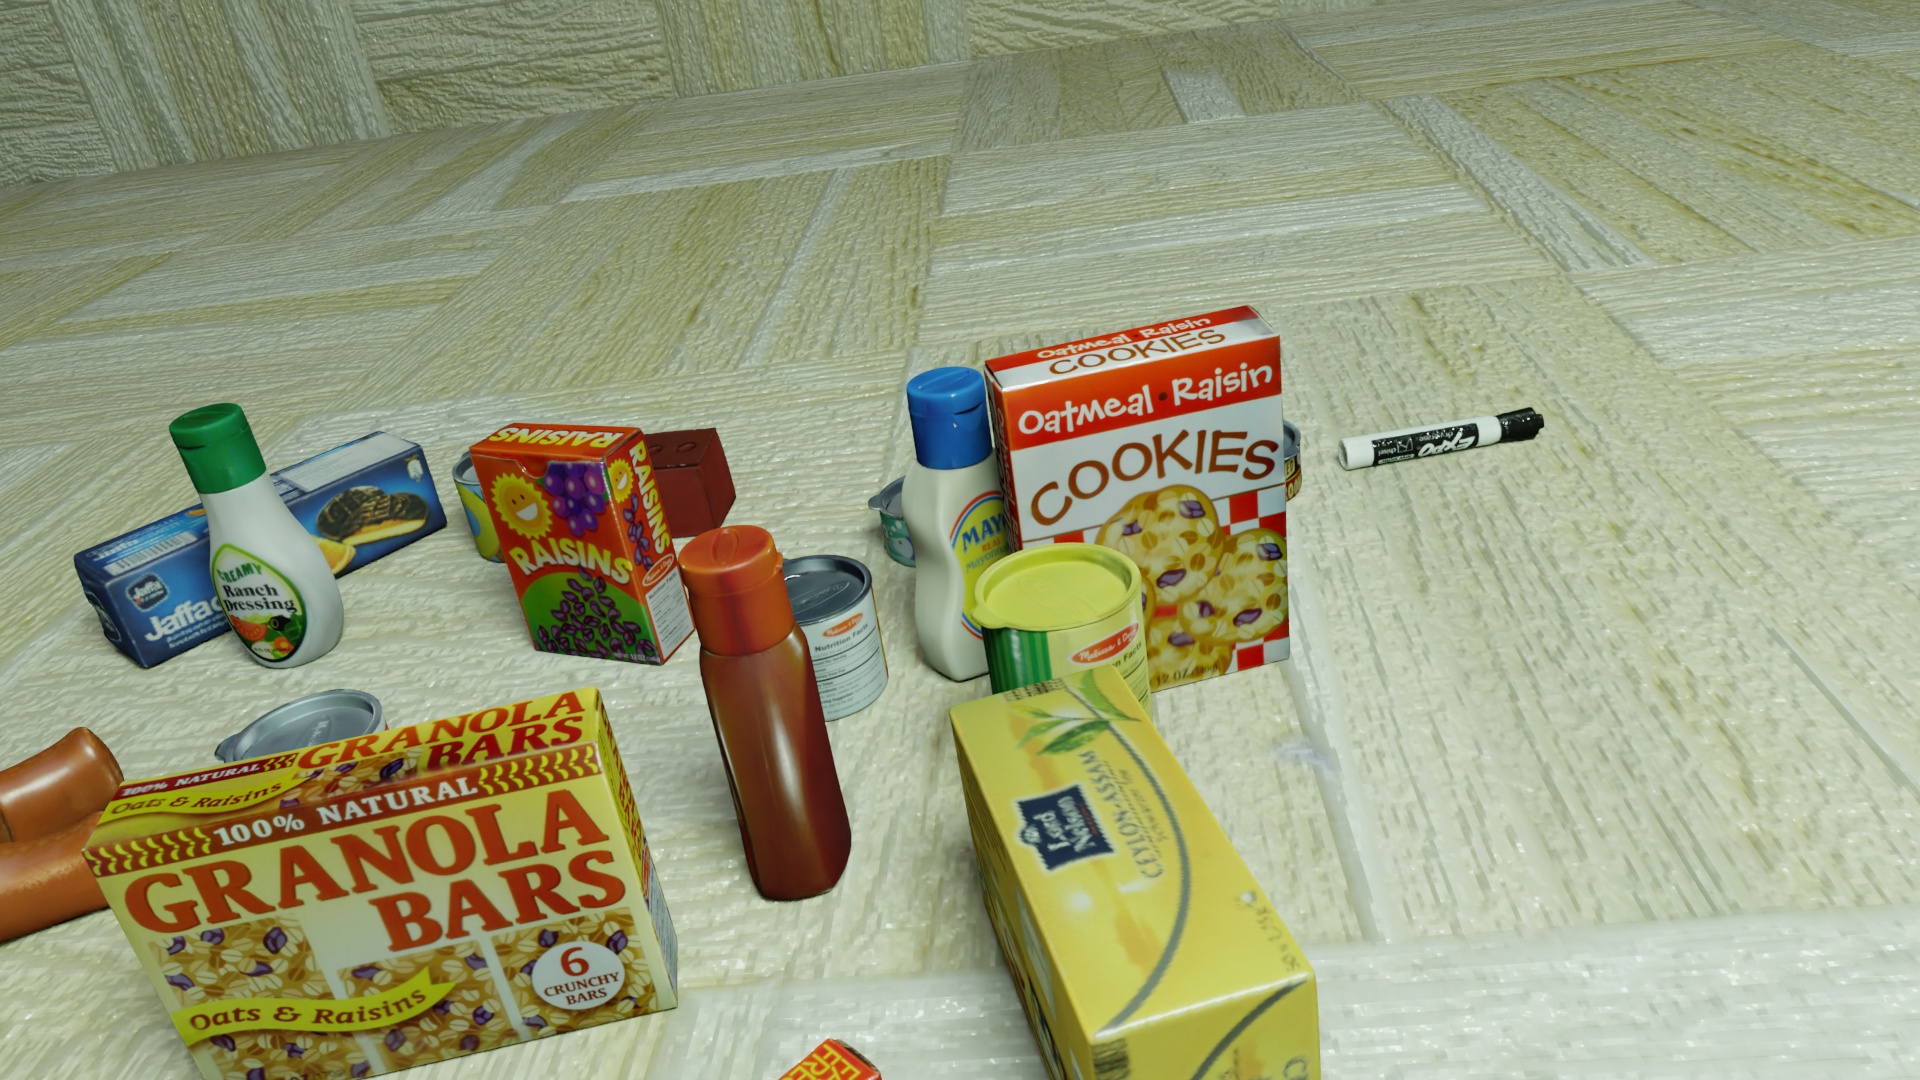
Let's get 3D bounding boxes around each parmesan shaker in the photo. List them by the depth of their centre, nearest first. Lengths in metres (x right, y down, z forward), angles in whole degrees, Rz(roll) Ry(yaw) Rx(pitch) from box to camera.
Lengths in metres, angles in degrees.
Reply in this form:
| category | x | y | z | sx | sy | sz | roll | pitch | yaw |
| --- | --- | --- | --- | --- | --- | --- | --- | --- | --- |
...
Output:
| category | x | y | z | sx | sy | sz | roll | pitch | yaw |
| --- | --- | --- | --- | --- | --- | --- | --- | --- | --- |
| parmesan shaker | 0.042 | 0.062 | 0.569 | 0.071 | 0.102 | 0.071 | -7 | 28 | 4 |

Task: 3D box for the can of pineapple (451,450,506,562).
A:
| category | x | y | z | sx | sy | sz | roll | pitch | yaw |
| --- | --- | --- | --- | --- | --- | --- | --- | --- | --- |
| can of pineapple | -0.279 | -0.027 | 0.875 | 0.071 | 0.057 | 0.071 | -7 | 28 | 4 |

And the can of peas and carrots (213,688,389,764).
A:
| category | x | y | z | sx | sy | sz | roll | pitch | yaw |
| --- | --- | --- | --- | --- | --- | --- | --- | --- | --- |
| can of peas and carrots | -0.286 | 0.110 | 0.621 | 0.071 | 0.058 | 0.071 | -7 | 28 | 4 |

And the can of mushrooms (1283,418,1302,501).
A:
| category | x | y | z | sx | sy | sz | roll | pitch | yaw |
| --- | --- | --- | --- | --- | --- | --- | --- | --- | --- |
| can of mushrooms | 0.167 | -0.045 | 0.809 | 0.071 | 0.033 | 0.071 | -7 | 28 | 4 |

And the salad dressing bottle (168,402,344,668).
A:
| category | x | y | z | sx | sy | sz | roll | pitch | yaw |
| --- | --- | --- | --- | --- | --- | --- | --- | --- | --- |
| salad dressing bottle | -0.387 | -0.002 | 0.763 | 0.064 | 0.147 | 0.044 | -1 | 28 | 14 |

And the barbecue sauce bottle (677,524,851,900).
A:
| category | x | y | z | sx | sy | sz | roll | pitch | yaw |
| --- | --- | --- | --- | --- | --- | --- | --- | --- | --- |
| barbecue sauce bottle | -0.076 | 0.066 | 0.547 | 0.044 | 0.147 | 0.065 | -9 | 28 | -1 |

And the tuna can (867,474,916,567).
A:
| category | x | y | z | sx | sy | sz | roll | pitch | yaw |
| --- | --- | --- | --- | --- | --- | --- | --- | --- | --- |
| tuna can | -0.016 | -0.013 | 0.802 | 0.071 | 0.032 | 0.071 | -7 | 28 | 4 |

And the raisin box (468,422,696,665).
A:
| category | x | y | z | sx | sy | sz | roll | pitch | yaw |
| --- | --- | --- | --- | --- | --- | --- | --- | --- | --- |
| raisin box | -0.197 | 0.002 | 0.729 | 0.086 | 0.122 | 0.040 | 5 | 30 | 24 |

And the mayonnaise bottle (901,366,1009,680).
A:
| category | x | y | z | sx | sy | sz | roll | pitch | yaw |
| --- | --- | --- | --- | --- | --- | --- | --- | --- | --- |
| mayonnaise bottle | 0.002 | -0.008 | 0.665 | 0.065 | 0.147 | 0.041 | -25 | 32 | -29 |

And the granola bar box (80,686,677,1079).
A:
| category | x | y | z | sx | sy | sz | roll | pitch | yaw |
| --- | --- | --- | --- | --- | --- | --- | --- | --- | --- |
| granola bar box | -0.195 | 0.127 | 0.493 | 0.166 | 0.123 | 0.039 | -11 | 28 | -5 |

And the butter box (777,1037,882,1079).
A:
| category | x | y | z | sx | sy | sz | roll | pitch | yaw |
| --- | --- | --- | --- | --- | --- | --- | --- | --- | --- |
| butter box | -0.064 | 0.197 | 0.400 | 0.024 | 0.053 | 0.104 | 19 | 38 | 42 |

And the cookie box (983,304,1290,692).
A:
| category | x | y | z | sx | sy | sz | roll | pitch | yaw |
| --- | --- | --- | --- | --- | --- | --- | --- | --- | --- |
| cookie box | 0.082 | -0.011 | 0.627 | 0.123 | 0.166 | 0.040 | -13 | 28 | -8 |

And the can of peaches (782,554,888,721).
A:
| category | x | y | z | sx | sy | sz | roll | pitch | yaw |
| --- | --- | --- | --- | --- | --- | --- | --- | --- | --- |
| can of peaches | -0.072 | 0.047 | 0.679 | 0.071 | 0.057 | 0.071 | -7 | 28 | 4 |
